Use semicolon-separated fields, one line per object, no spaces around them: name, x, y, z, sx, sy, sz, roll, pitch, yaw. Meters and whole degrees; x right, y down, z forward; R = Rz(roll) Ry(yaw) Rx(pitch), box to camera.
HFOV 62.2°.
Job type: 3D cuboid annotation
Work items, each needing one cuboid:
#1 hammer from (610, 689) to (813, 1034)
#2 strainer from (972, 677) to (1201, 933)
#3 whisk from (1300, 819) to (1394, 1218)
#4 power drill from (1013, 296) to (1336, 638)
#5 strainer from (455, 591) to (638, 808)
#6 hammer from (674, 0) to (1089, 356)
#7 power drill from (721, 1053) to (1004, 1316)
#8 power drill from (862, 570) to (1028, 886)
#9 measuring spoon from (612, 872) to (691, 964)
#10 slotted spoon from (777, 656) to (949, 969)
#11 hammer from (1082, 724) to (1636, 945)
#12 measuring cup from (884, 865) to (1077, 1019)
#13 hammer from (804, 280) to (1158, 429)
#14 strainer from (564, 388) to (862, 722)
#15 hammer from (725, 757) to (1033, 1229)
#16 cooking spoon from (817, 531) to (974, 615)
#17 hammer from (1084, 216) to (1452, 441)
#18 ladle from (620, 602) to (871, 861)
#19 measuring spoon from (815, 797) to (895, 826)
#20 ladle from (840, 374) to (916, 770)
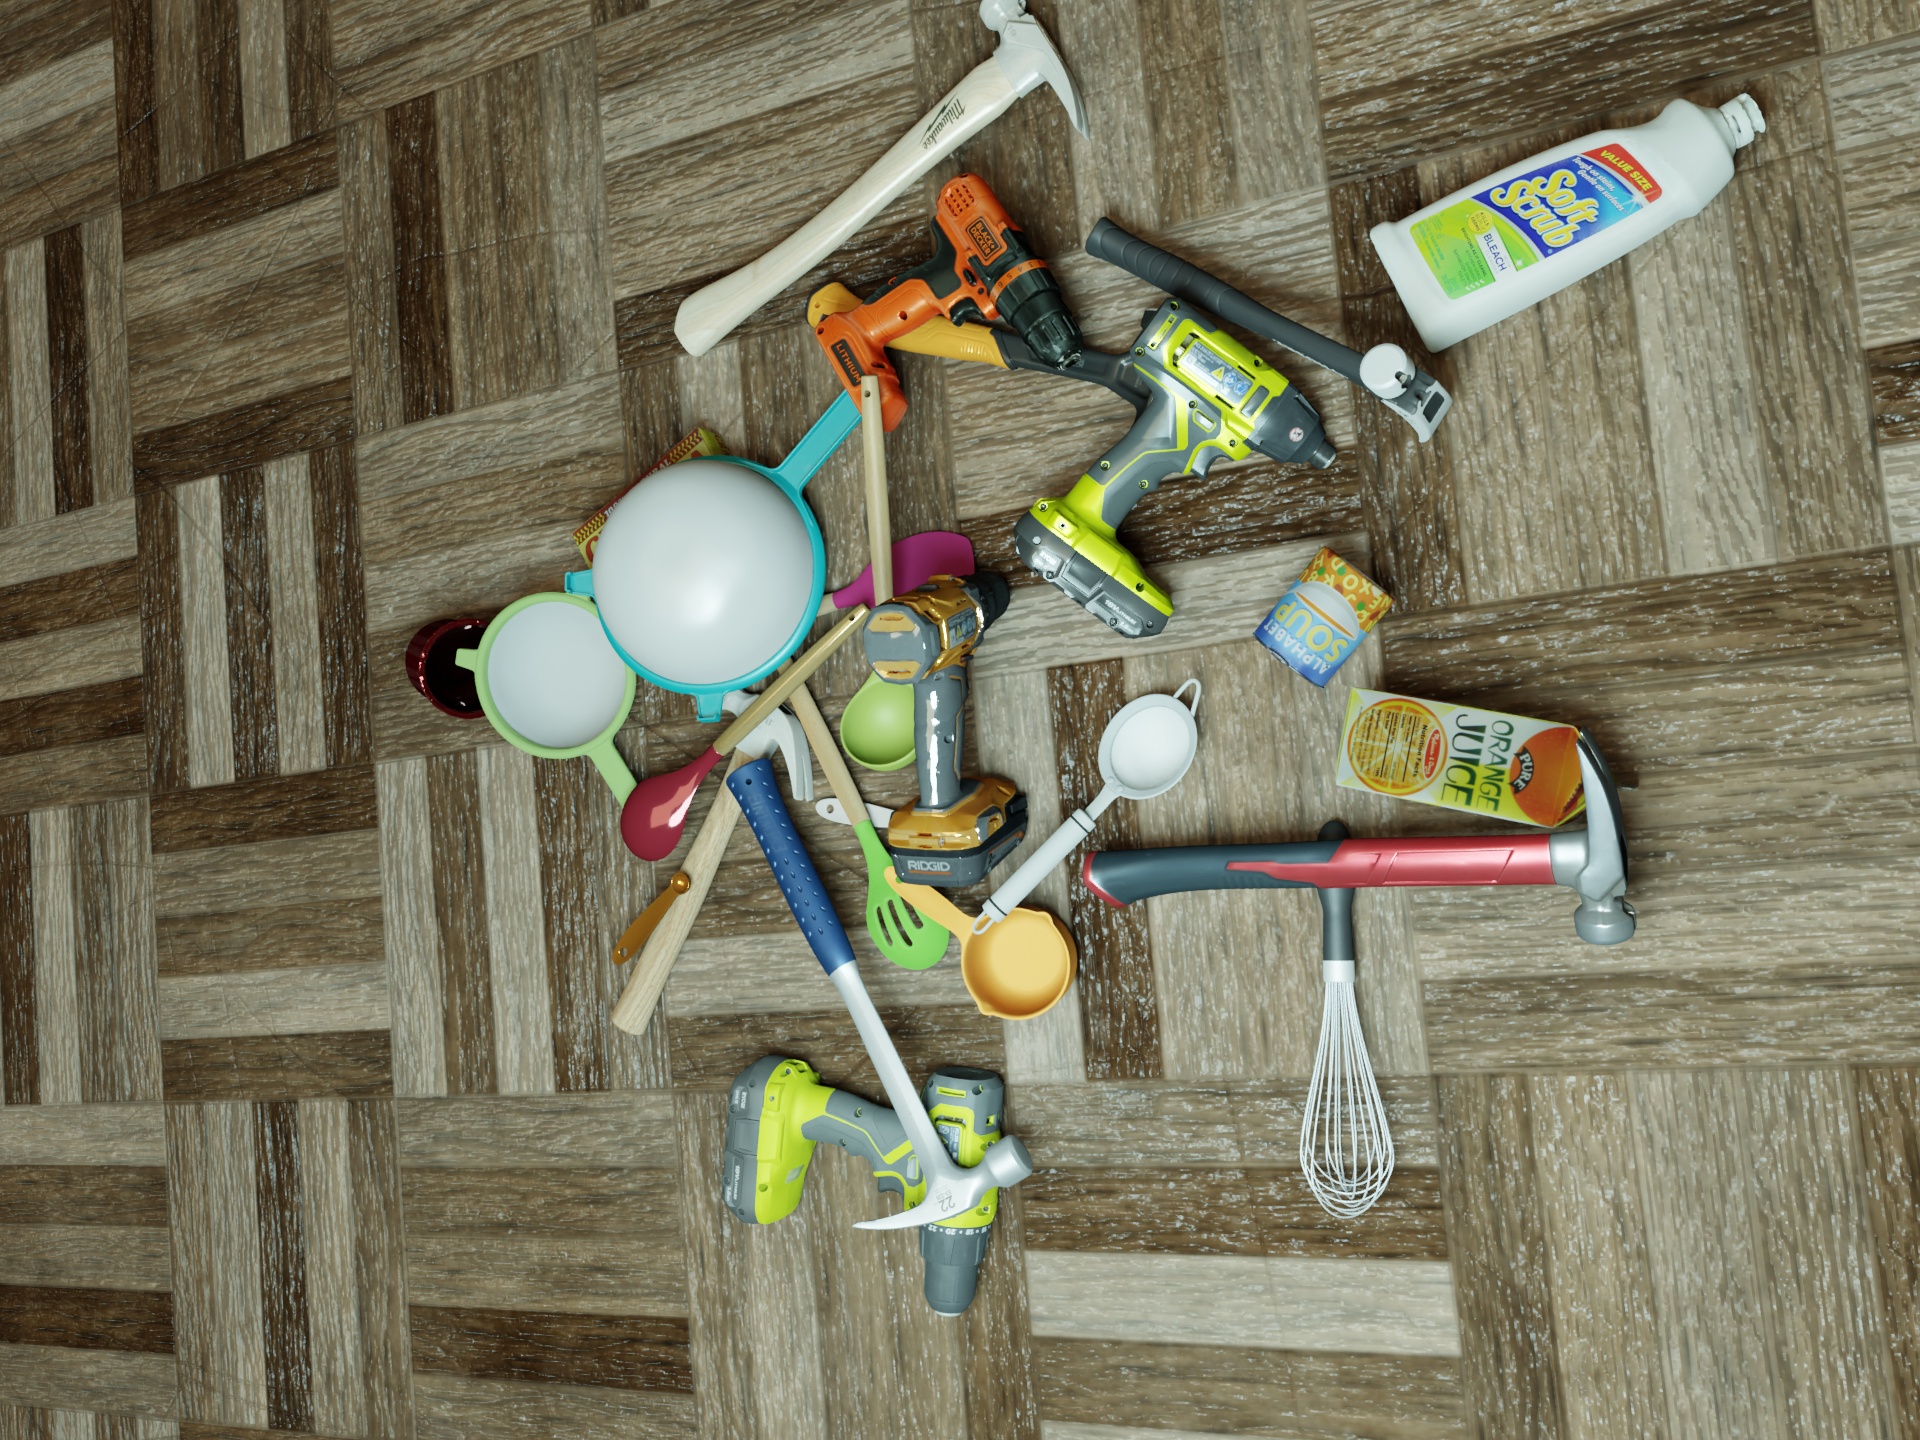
hammer;-0.230;0.132;1.411;0.130;0.031;0.331;30;101;24
strainer;0.101;0.072;1.227;0.258;0.050;0.087;-45;47;2
whisk;0.275;0.215;1.156;0.070;0.070;0.285;-4;82;25
power drill;0.159;-0.179;1.200;0.171;0.080;0.223;36;102;-5
strainer;-0.333;0.002;1.456;0.151;0.069;0.256;-31;92;10
hammer;-0.081;-0.437;1.362;0.410;0.038;0.146;-33;76;21
power drill;-0.076;0.372;1.304;0.228;0.080;0.190;4;89;23
power drill;-0.002;-0.004;1.253;0.084;0.185;0.226;0;107;25
measuring spoon;-0.273;0.177;1.409;0.117;0.011;0.021;-49;68;20
slotted spoon;-0.096;0.066;1.339;0.070;0.031;0.314;-34;69;19
hammer;0.259;0.087;1.117;0.386;0.038;0.143;-5;109;32
measuring cup;0.016;0.167;1.271;0.174;0.052;0.095;34;98;16
hammer;0.013;-0.303;1.312;0.337;0.034;0.127;19;95;25
strainer;-0.184;-0.178;1.328;0.211;0.095;0.340;43;94;14
hammer;-0.095;0.212;1.279;0.144;0.035;0.406;-33;68;10
cooking spoon;-0.129;-0.097;1.379;0.319;0.017;0.069;-15;72;24
hammer;0.218;-0.300;1.182;0.335;0.146;0.035;38;104;33
ladle;-0.188;0.009;1.364;0.315;0.031;0.069;-43;70;15
measuring spoon;-0.070;0.080;1.349;0.124;0.018;0.034;7;93;32
ladle;-0.067;-0.115;1.285;0.078;0.062;0.320;2;106;17
